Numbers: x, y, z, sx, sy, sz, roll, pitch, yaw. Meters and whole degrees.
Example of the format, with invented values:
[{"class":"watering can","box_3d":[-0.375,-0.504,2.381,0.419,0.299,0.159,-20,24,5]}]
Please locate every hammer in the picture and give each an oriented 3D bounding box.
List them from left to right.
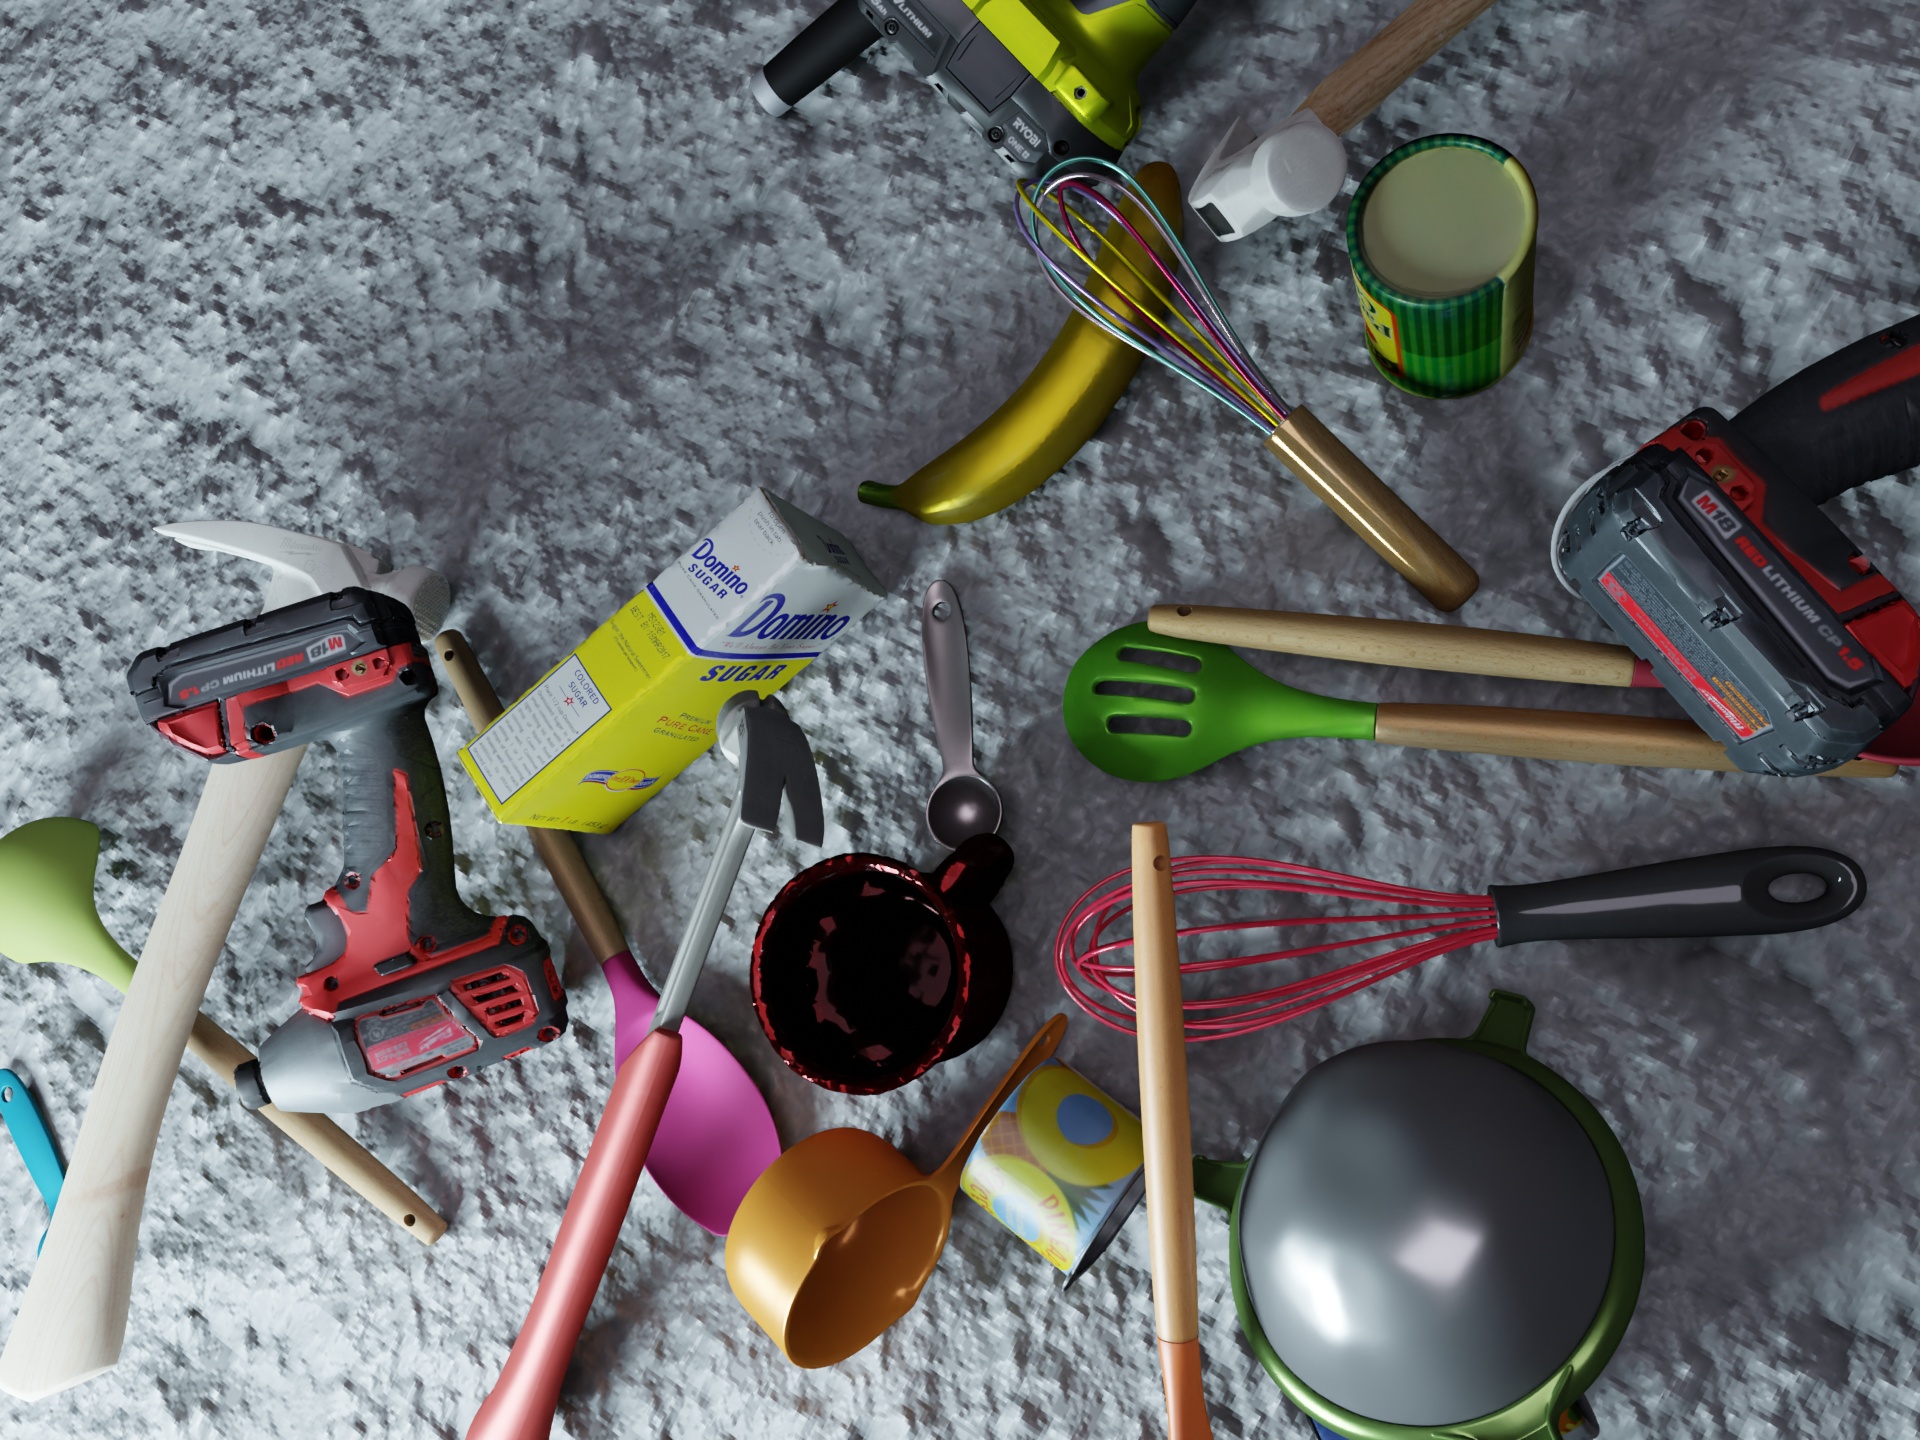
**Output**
[{"class":"hammer","box_3d":[-0.376,0.105,0.754,0.146,0.038,0.411,14,81,9]},{"class":"hammer","box_3d":[-0.135,0.168,0.651,0.036,0.149,0.359,18,103,-16]},{"class":"hammer","box_3d":[0.219,-0.304,0.618,0.331,0.130,0.031,-42,105,-1]}]

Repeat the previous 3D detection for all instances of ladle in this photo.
[{"class":"ladle","box_3d":[-0.370,0.154,0.789,0.320,0.062,0.078,34,90,13]},{"class":"ladle","box_3d":[0.226,-0.023,0.600,0.315,0.031,0.069,7,50,18]}]

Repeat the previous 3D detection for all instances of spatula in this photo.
[{"class":"spatula","box_3d":[0.073,0.198,0.583,0.081,0.041,0.322,-3,91,-21]}]

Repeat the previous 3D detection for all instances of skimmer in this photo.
[{"class":"skimmer","box_3d":[0.065,-0.376,0.711,0.363,0.090,0.127,-29,77,24]}]

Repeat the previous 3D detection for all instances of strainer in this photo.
[{"class":"strainer","box_3d":[0.162,0.201,0.514,0.151,0.069,0.257,-33,39,13]}]

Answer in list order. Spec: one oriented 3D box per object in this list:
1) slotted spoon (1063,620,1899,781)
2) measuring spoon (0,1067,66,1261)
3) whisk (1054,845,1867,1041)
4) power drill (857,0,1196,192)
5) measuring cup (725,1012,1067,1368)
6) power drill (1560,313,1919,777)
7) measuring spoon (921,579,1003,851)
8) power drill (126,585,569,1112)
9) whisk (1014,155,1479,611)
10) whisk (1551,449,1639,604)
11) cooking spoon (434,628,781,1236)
[{"class":"slotted spoon","box_3d":[0.189,0.000,0.621,0.314,0.031,0.070,5,78,18]},{"class":"measuring spoon","box_3d":[-0.476,0.235,0.817,0.042,0.021,0.129,-37,74,11]},{"class":"whisk","box_3d":[0.181,0.077,0.601,0.296,0.073,0.073,-7,81,11]},{"class":"power drill","box_3d":[0.066,-0.349,0.630,0.190,0.080,0.228,44,115,-5]},{"class":"measuring cup","box_3d":[-0.026,0.178,0.653,0.052,0.095,0.173,29,71,35]},{"class":"power drill","box_3d":[0.339,-0.075,0.516,0.226,0.080,0.188,-38,78,1]},{"class":"measuring spoon","box_3d":[-0.001,-0.002,0.695,0.034,0.018,0.124,-11,73,16]},{"class":"power drill","box_3d":[-0.276,0.063,0.706,0.143,0.078,0.219,-20,92,-10]},{"class":"whisk","box_3d":[0.114,-0.135,0.635,0.245,0.047,0.051,44,88,2]},{"class":"whisk","box_3d":[0.336,-0.106,0.580,0.246,0.058,0.059,-24,111,11]},{"class":"cooking spoon","box_3d":[-0.170,0.088,0.735,0.068,0.017,0.319,-37,74,16]}]
